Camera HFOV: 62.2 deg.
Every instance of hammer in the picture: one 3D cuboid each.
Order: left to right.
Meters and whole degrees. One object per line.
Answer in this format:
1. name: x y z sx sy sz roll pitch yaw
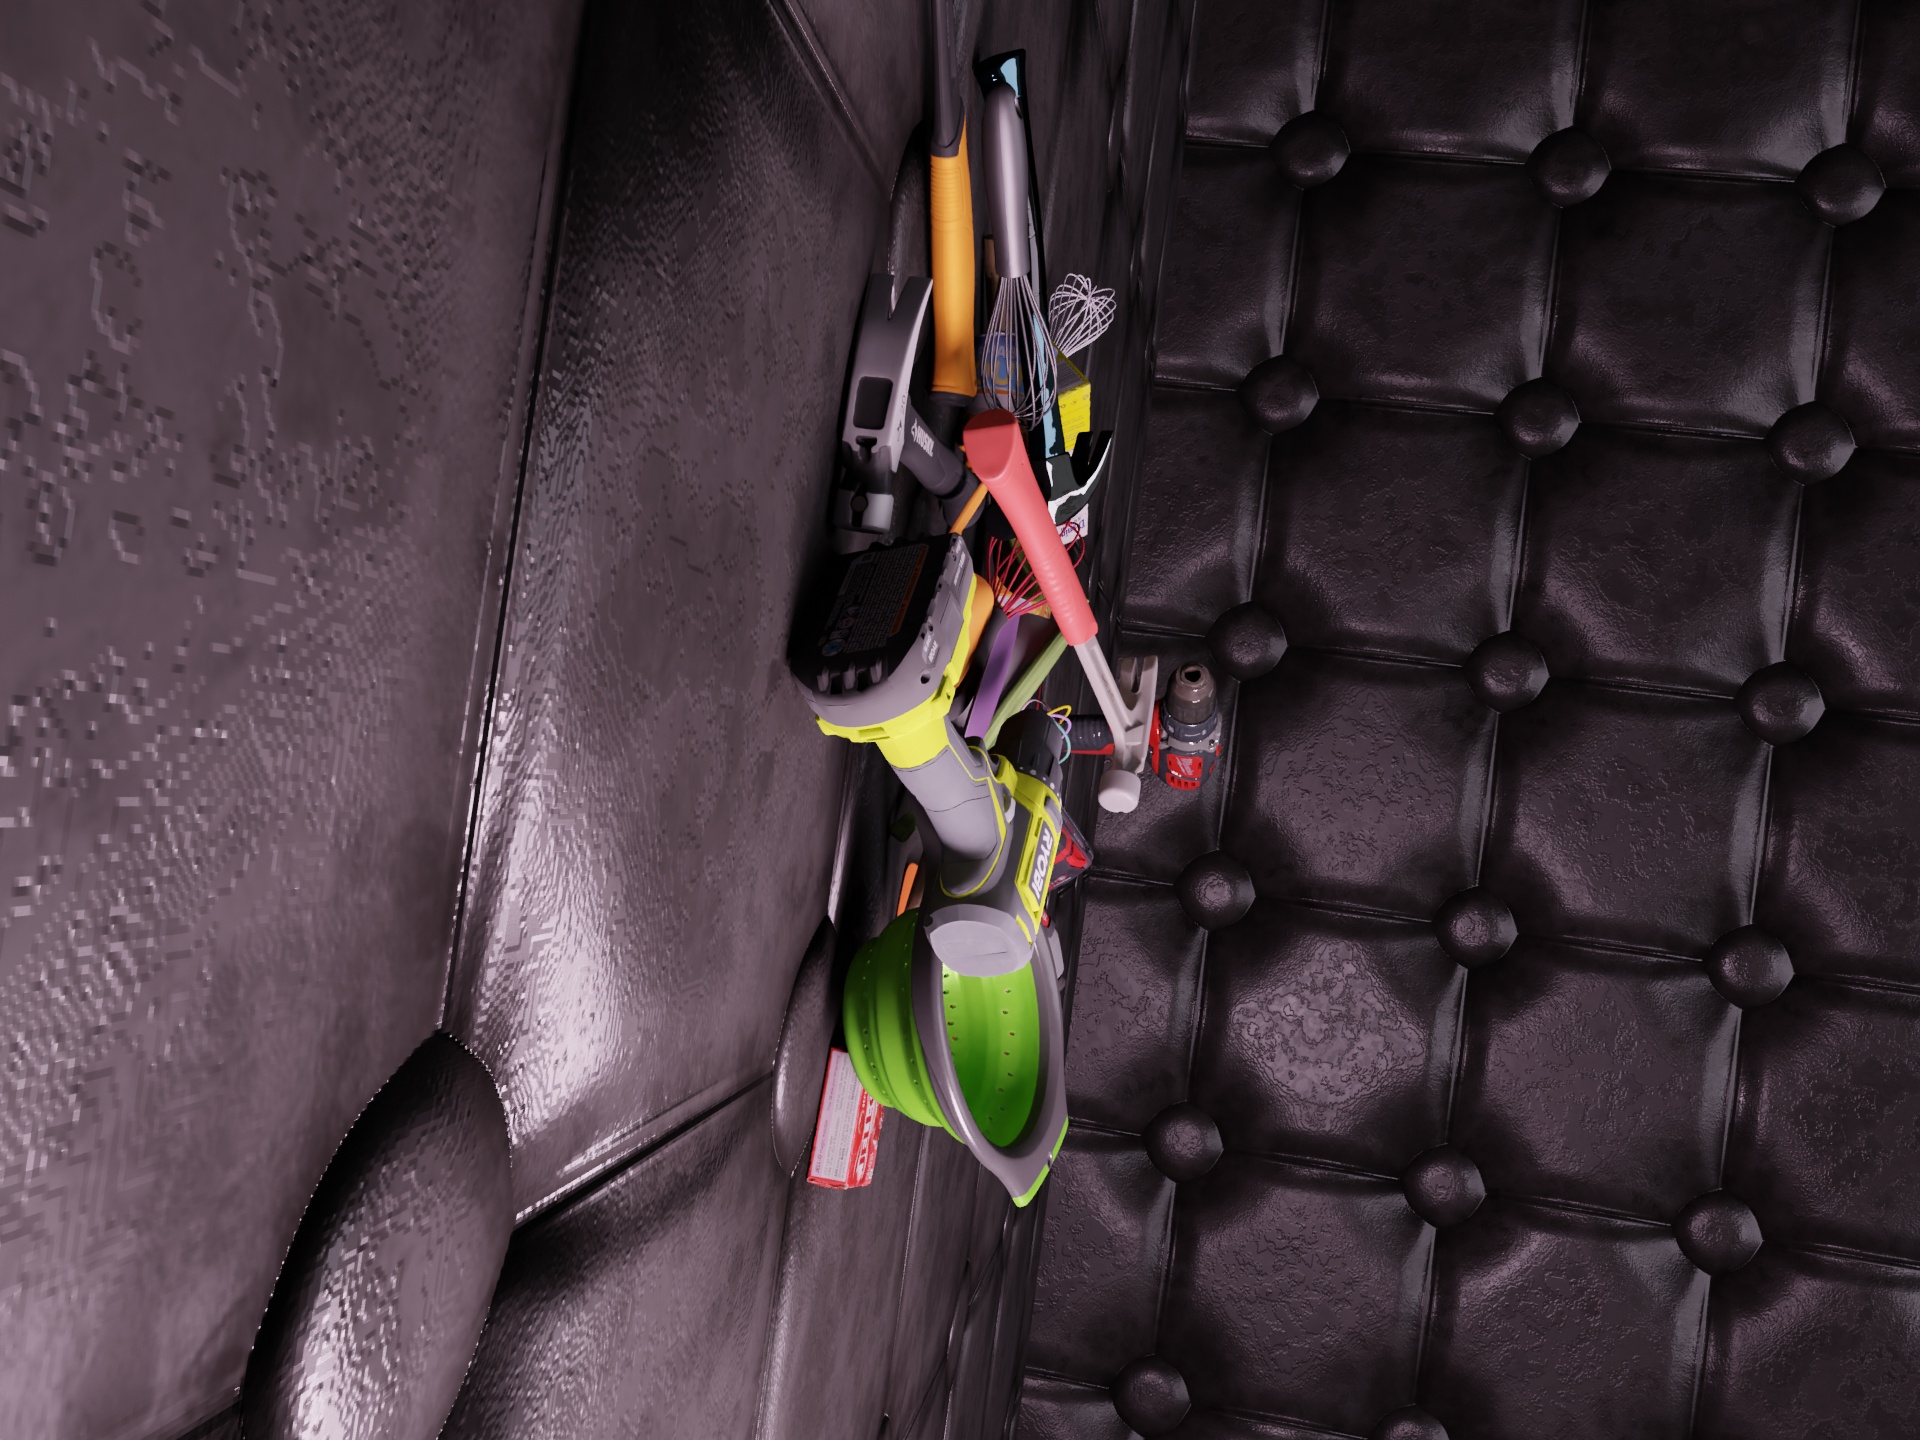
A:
1. hammer: -0.021 -0.175 1.021 0.334 0.035 0.146 5 93 -81
2. hammer: -0.006 -0.346 0.980 0.127 0.034 0.336 -72 166 -44
3. hammer: 0.049 -0.304 1.138 0.128 0.033 0.331 -24 112 -44
4. hammer: 0.079 -0.090 1.142 0.358 0.037 0.149 60 33 -48

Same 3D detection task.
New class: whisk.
1. whisk: 0.030 -0.084 1.168 0.296 0.073 0.073 -60 156 -51
2. whisk: 0.035 0.045 1.272 0.047 0.051 0.245 -59 -178 -31
3. whisk: 0.032 -0.291 1.026 0.055 0.055 0.238 -72 162 -47
4. whisk: 0.091 -0.354 1.517 0.285 0.070 0.070 -63 159 -50

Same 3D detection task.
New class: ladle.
1. ladle: 0.049 -0.239 1.297 0.078 0.062 0.319 -80 167 -53

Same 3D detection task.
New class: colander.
1. colander: -0.034 0.113 1.008 0.204 0.094 0.397 -41 118 -64

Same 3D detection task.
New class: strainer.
1. strainer: -0.002 -0.004 1.221 0.256 0.069 0.151 -49 174 -42

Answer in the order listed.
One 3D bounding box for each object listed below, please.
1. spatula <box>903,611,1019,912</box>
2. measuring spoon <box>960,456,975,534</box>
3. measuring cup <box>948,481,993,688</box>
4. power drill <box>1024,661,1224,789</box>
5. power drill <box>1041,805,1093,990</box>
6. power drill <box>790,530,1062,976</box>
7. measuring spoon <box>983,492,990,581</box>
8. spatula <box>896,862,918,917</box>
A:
1. spatula: -0.008 0.064 1.119 0.060 0.018 0.315 -44 156 -59
2. measuring spoon: -0.003 -0.159 1.228 0.021 0.011 0.117 78 25 -64
3. measuring cup: 0.005 -0.093 1.052 0.174 0.052 0.095 -61 171 -24
4. power drill: 0.128 -0.007 1.456 0.187 0.227 0.080 79 20 -63
5. power drill: 0.055 0.143 1.411 0.143 0.078 0.220 56 19 -13
6. power drill: -0.001 0.007 0.915 0.191 0.080 0.228 -73 146 -45
7. measuring spoon: 0.016 -0.136 1.352 0.034 0.018 0.124 76 16 -74
8. spatula: -0.018 0.185 1.361 0.322 0.041 0.081 76 22 -76
